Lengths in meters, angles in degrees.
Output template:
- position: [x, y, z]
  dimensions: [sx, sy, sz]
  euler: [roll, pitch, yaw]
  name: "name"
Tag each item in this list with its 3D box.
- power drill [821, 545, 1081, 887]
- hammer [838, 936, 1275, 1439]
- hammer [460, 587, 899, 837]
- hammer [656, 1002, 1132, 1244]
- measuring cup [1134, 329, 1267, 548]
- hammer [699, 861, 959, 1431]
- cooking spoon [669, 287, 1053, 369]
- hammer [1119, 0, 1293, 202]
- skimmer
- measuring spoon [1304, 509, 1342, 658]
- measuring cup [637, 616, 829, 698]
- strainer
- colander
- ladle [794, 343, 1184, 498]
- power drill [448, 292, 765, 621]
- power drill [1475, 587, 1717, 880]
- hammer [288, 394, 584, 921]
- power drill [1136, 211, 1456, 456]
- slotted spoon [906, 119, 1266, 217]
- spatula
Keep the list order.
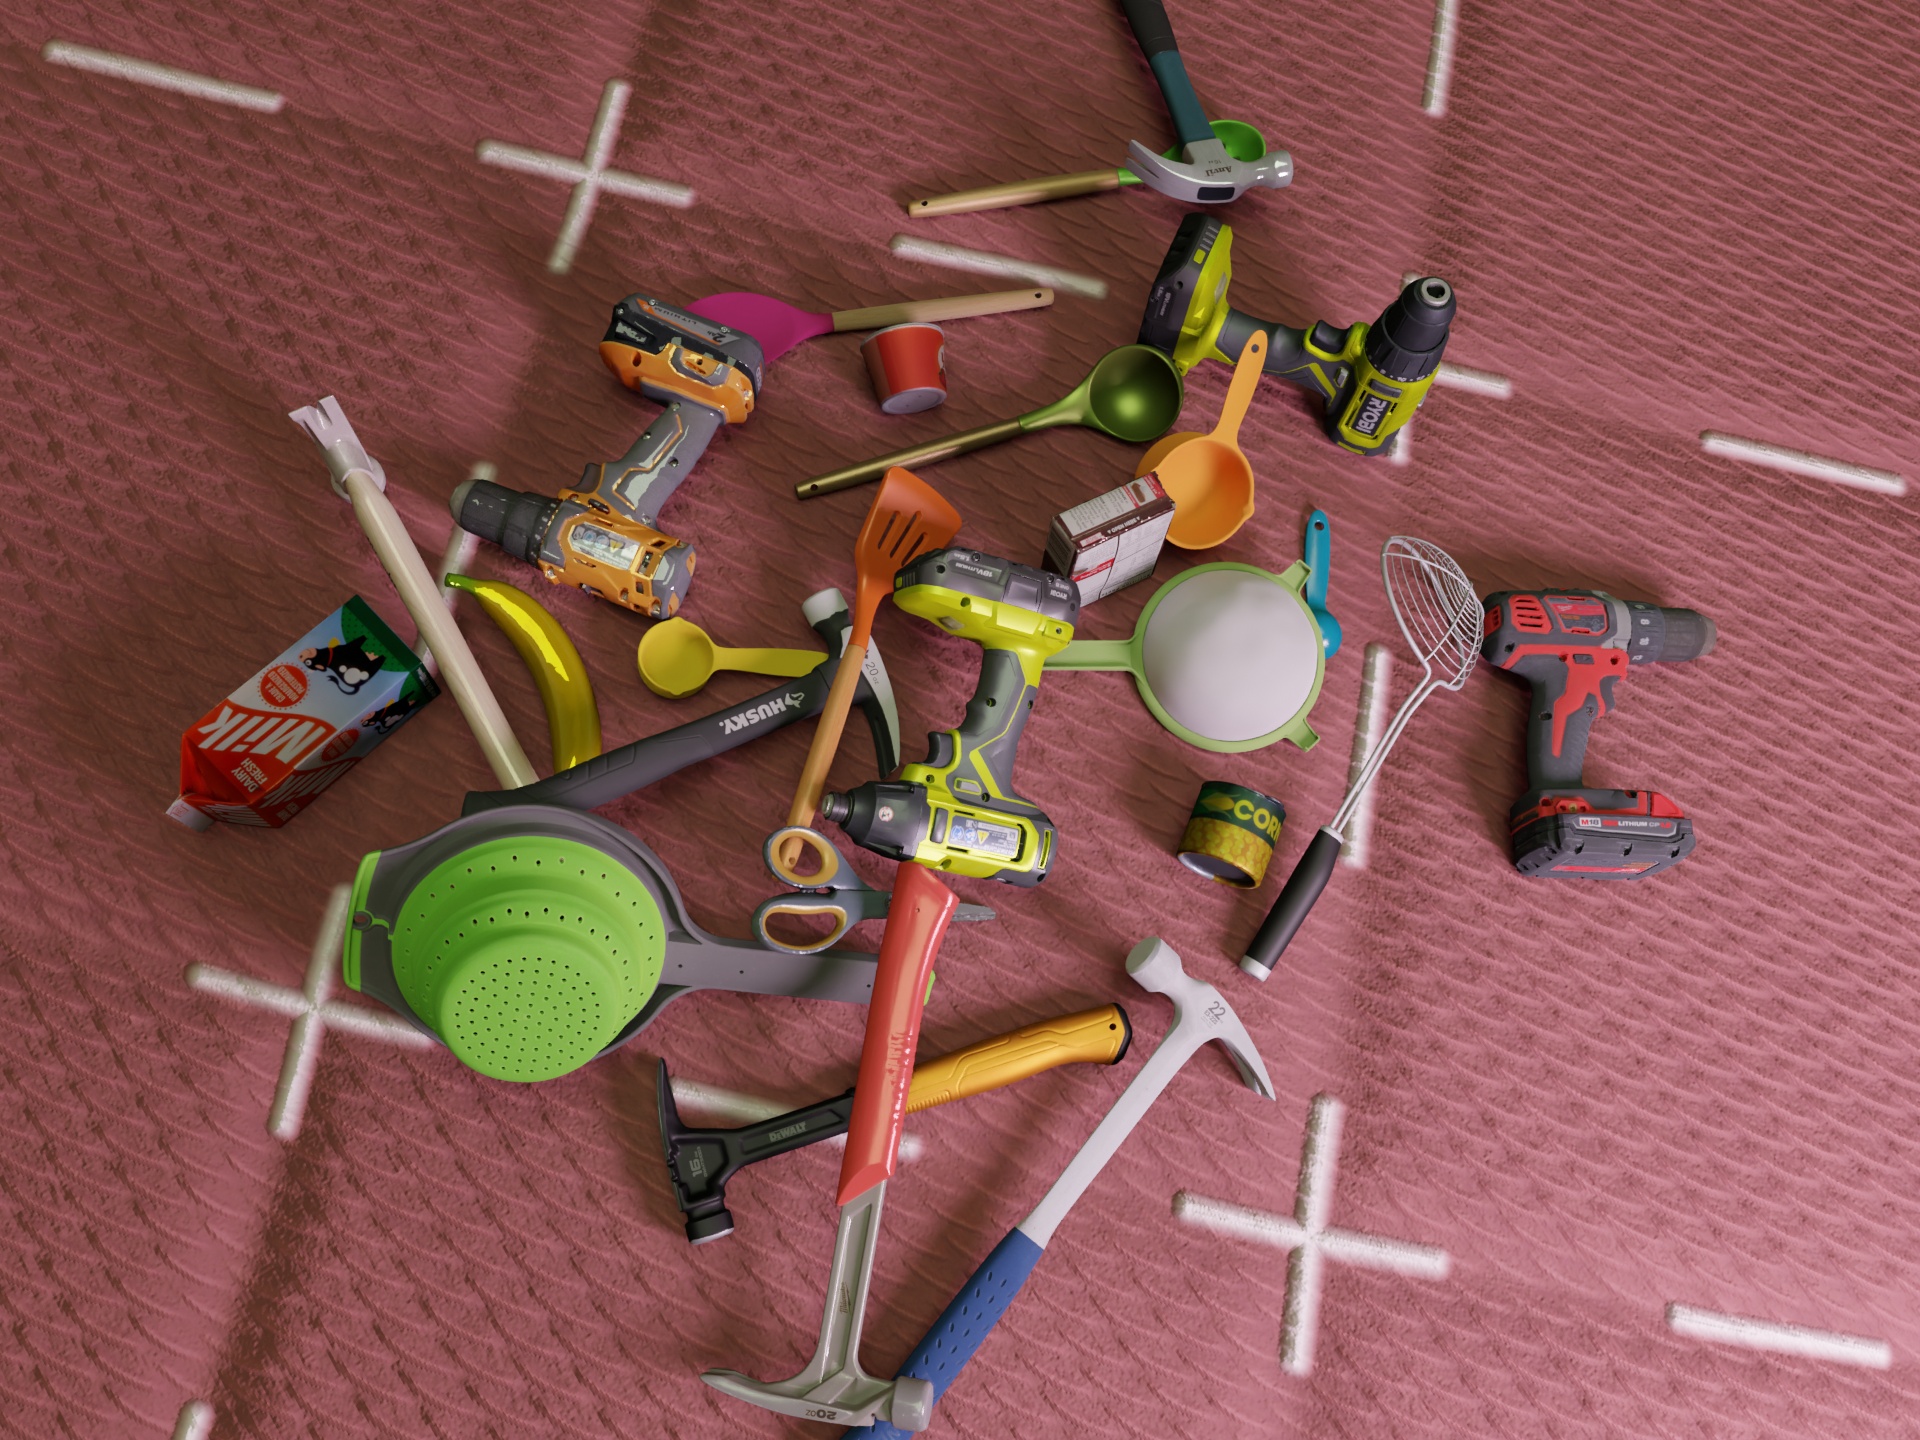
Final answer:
- position: [-0.002, -0.004, 1.143]
  dimensions: [0.171, 0.080, 0.223]
  euler: [14, 81, -23]
  name: "power drill"
- position: [0.058, 0.347, 1.082]
  dimensions: [0.144, 0.035, 0.405]
  euler: [44, 76, -13]
  name: "hammer"
- position: [-0.194, 0.023, 1.122]
  dimensions: [0.335, 0.035, 0.146]
  euler: [-24, 81, -29]
  name: "hammer"
- position: [-0.042, 0.253, 1.114]
  dimensions: [0.337, 0.034, 0.127]
  euler: [-15, 76, -11]
  name: "hammer"
- position: [0.194, -0.221, 1.240]
  dimensions: [0.095, 0.052, 0.173]
  euler: [16, 101, -21]
  name: "measuring cup"
- position: [-0.066, 0.271, 1.055]
  dimensions: [0.149, 0.036, 0.359]
  euler: [7, 77, 10]
  name: "hammer"
- position: [-0.079, -0.327, 1.297]
  dimensions: [0.319, 0.017, 0.069]
  euler: [-9, 82, -9]
  name: "cooking spoon"
- position: [0.174, -0.582, 1.376]
  dimensions: [0.128, 0.033, 0.331]
  euler: [-13, 68, -8]
  name: "hammer"
- position: [0.293, 0.027, 1.213]
  dimensions: [0.127, 0.090, 0.363]
  euler: [36, 82, -36]
  name: "skimmer"
- position: [0.286, -0.112, 1.267]
  dimensions: [0.042, 0.021, 0.129]
  euler: [6, 74, -5]
  name: "measuring spoon"
- position: [-0.166, -0.041, 1.201]
  dimensions: [0.156, 0.029, 0.062]
  euler: [3, 71, -18]
  name: "measuring cup"
- position: [0.155, -0.055, 1.205]
  dimensions: [0.256, 0.069, 0.151]
  euler: [0, 80, -2]
  name: "strainer"
- position: [-0.201, 0.176, 1.050]
  dimensions: [0.397, 0.095, 0.204]
  euler: [9, 113, -17]
  name: "colander"
- position: [0.024, -0.225, 1.258]
  dimensions: [0.320, 0.062, 0.078]
  euler: [-18, 105, -8]
  name: "ladle"
- position: [-0.265, -0.206, 1.208]
  dimensions: [0.185, 0.084, 0.226]
  euler: [21, 78, 1]
  name: "power drill"
- position: [0.504, 0.004, 1.231]
  dimensions: [0.188, 0.080, 0.227]
  euler: [2, 70, -6]
  name: "power drill"
- position: [-0.356, -0.037, 1.124]
  dimensions: [0.038, 0.146, 0.411]
  euler: [-29, 83, -13]
  name: "hammer"
- position: [0.263, -0.308, 1.242]
  dimensions: [0.228, 0.190, 0.080]
  euler: [23, 70, 6]
  name: "power drill"
- position: [0.107, -0.460, 1.355]
  dimensions: [0.313, 0.031, 0.070]
  euler: [-12, 74, -8]
  name: "slotted spoon"
- position: [-0.077, -0.033, 1.150]
  dimensions: [0.081, 0.041, 0.323]
  euler: [35, 59, -35]
  name: "spatula"
